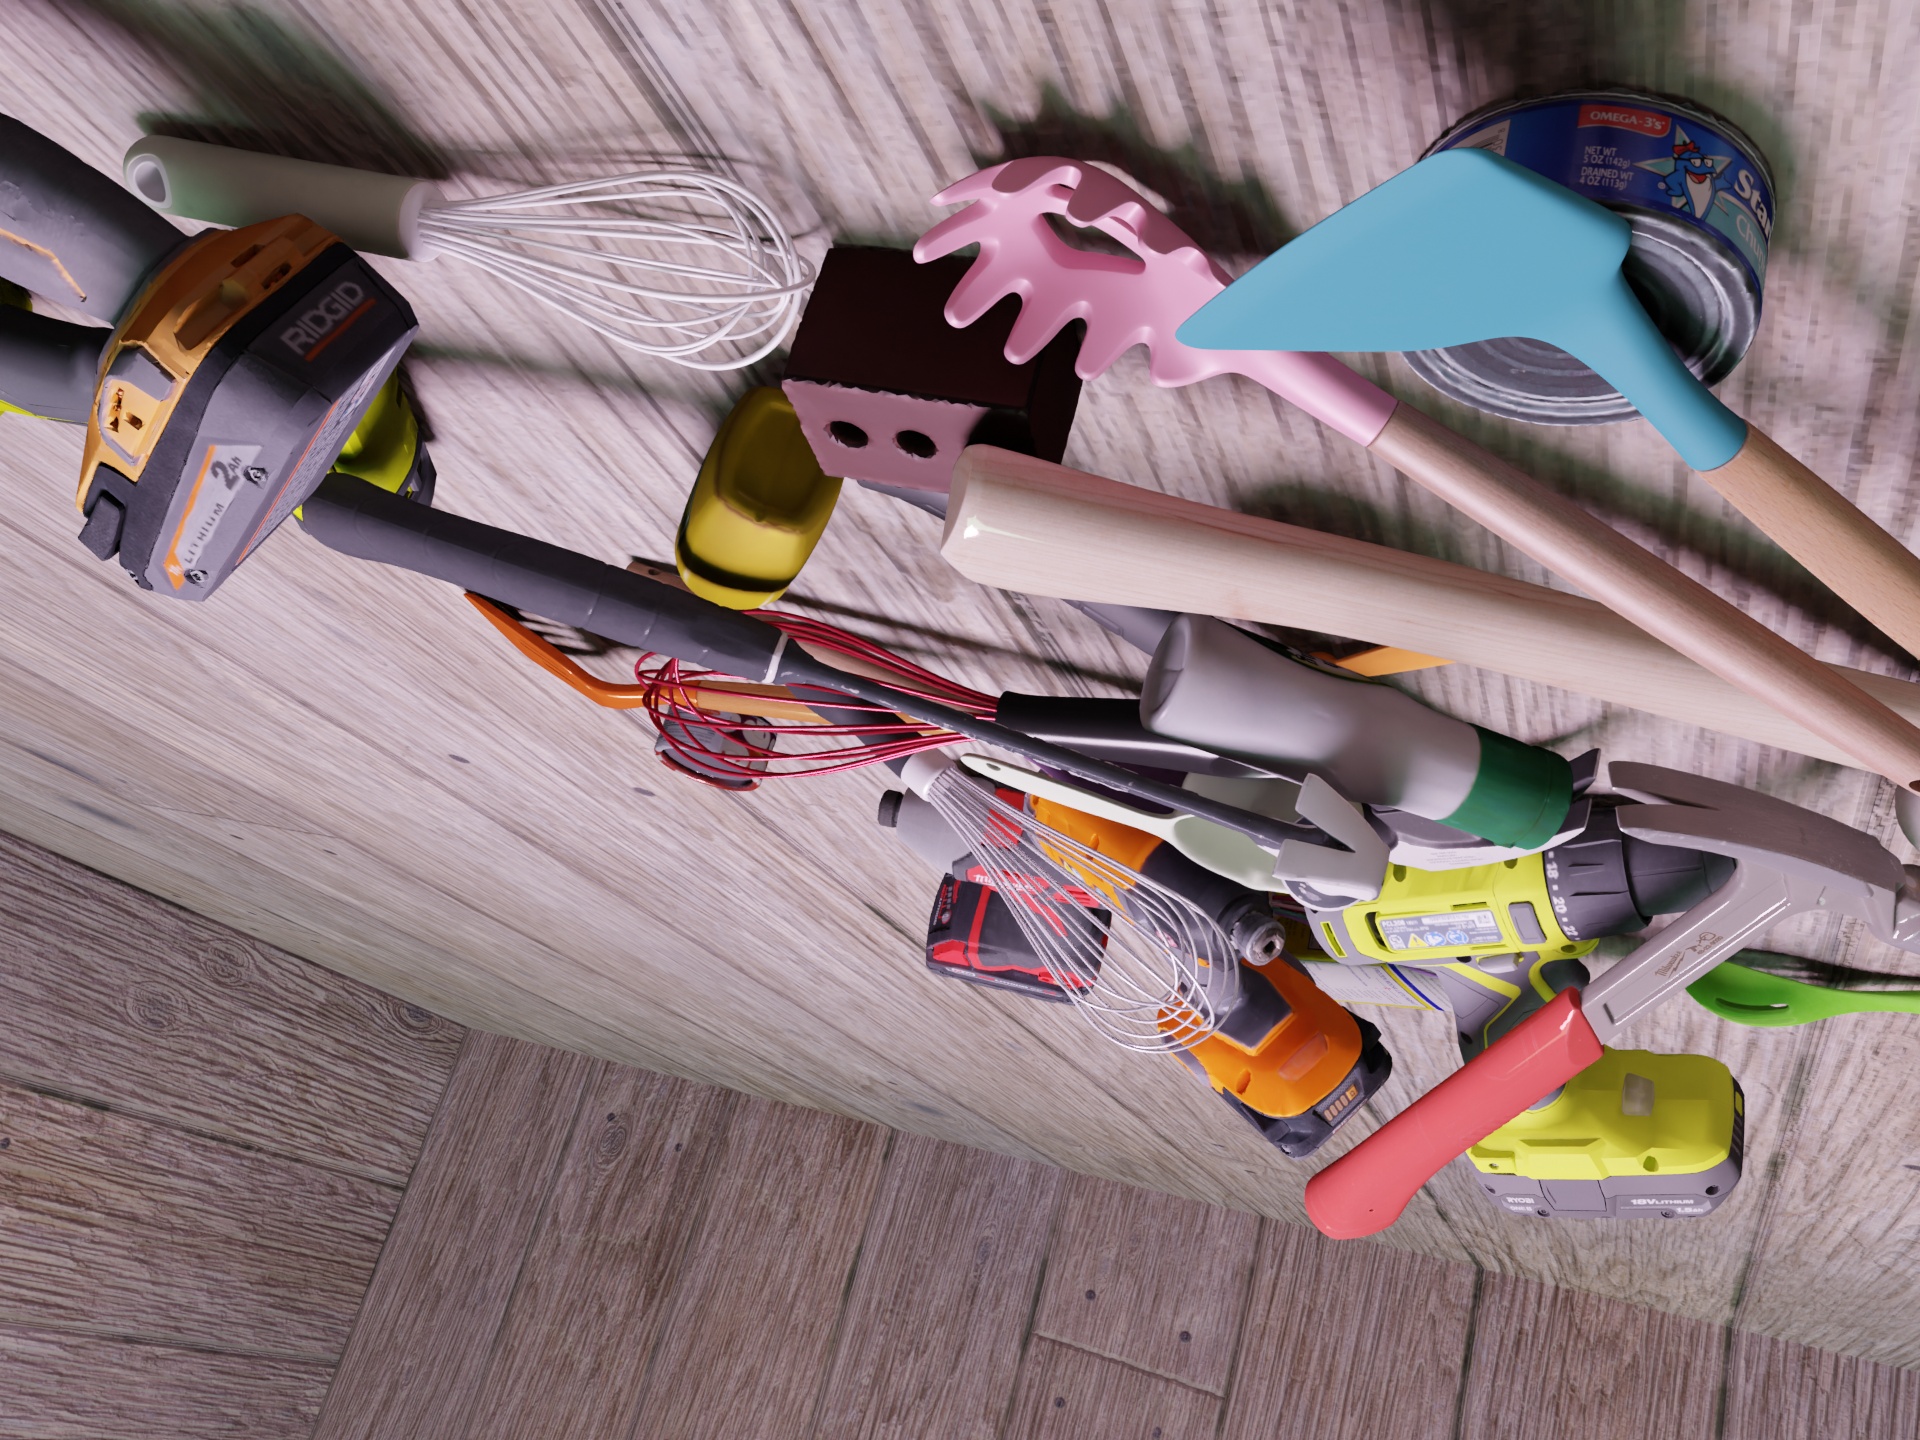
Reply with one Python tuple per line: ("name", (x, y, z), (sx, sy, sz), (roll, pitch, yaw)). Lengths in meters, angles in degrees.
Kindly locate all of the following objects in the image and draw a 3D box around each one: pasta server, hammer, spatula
("pasta server", (0.132, -0.059, 0.422), (0.316, 0.040, 0.060), (32, 153, 0))
("hammer", (0.099, -0.026, 0.609), (0.334, 0.035, 0.146), (31, 156, -26))
("spatula", (-0.111, -0.020, 0.834), (0.322, 0.041, 0.081), (6, 158, 15))
("hammer", (0.198, -0.025, 0.482), (0.410, 0.038, 0.146), (12, 160, -12))
("hammer", (-0.051, -0.016, 0.555), (0.409, 0.036, 0.149), (19, 177, 12))
("spatula", (0.197, -0.045, 0.385), (0.317, 0.044, 0.082), (28, 153, -24))
("hammer", (0.243, 0.146, 0.696), (0.149, 0.037, 0.359), (18, 139, -11))
("spatula", (-0.012, -0.011, 0.724), (0.316, 0.060, 0.018), (22, 127, 9))

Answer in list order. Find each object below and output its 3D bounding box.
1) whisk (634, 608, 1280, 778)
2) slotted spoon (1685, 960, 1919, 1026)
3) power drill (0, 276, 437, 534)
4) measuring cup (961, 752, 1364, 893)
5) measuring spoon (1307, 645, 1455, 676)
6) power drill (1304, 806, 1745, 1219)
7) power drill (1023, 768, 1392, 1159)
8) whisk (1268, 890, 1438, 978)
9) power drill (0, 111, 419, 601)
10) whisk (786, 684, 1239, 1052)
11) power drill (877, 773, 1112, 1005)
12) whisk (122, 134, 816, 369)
("whisk", (-0.001, -0.002, 0.638), (0.296, 0.073, 0.073), (5, 157, 20))
("slotted spoon", (0.506, 0.138, 0.762), (0.314, 0.031, 0.070), (-4, 151, 41))
("power drill", (-0.325, -0.144, 0.602), (0.223, 0.080, 0.171), (13, 160, -2))
("measuring cup", (0.083, 0.026, 0.653), (0.167, 0.038, 0.083), (17, 159, 15))
("measuring spoon", (0.177, -0.030, 0.605), (0.021, 0.011, 0.117), (33, 151, -31))
("power drill", (0.292, 0.134, 0.757), (0.190, 0.080, 0.228), (-11, 122, 35))
("power drill", (0.133, 0.123, 0.797), (0.226, 0.084, 0.164), (54, 170, -35))
("whisk", (0.197, 0.101, 0.893), (0.245, 0.051, 0.047), (4, 142, 42))
("power drill", (-0.301, -0.137, 0.481), (0.226, 0.084, 0.185), (39, 134, -16))
("whisk", (0.009, 0.042, 0.717), (0.285, 0.070, 0.070), (41, 170, 25))
("power drill", (0.027, 0.097, 0.959), (0.143, 0.079, 0.219), (12, 156, 8))
("whisk", (-0.159, -0.154, 0.493), (0.246, 0.059, 0.057), (14, 123, 16))
